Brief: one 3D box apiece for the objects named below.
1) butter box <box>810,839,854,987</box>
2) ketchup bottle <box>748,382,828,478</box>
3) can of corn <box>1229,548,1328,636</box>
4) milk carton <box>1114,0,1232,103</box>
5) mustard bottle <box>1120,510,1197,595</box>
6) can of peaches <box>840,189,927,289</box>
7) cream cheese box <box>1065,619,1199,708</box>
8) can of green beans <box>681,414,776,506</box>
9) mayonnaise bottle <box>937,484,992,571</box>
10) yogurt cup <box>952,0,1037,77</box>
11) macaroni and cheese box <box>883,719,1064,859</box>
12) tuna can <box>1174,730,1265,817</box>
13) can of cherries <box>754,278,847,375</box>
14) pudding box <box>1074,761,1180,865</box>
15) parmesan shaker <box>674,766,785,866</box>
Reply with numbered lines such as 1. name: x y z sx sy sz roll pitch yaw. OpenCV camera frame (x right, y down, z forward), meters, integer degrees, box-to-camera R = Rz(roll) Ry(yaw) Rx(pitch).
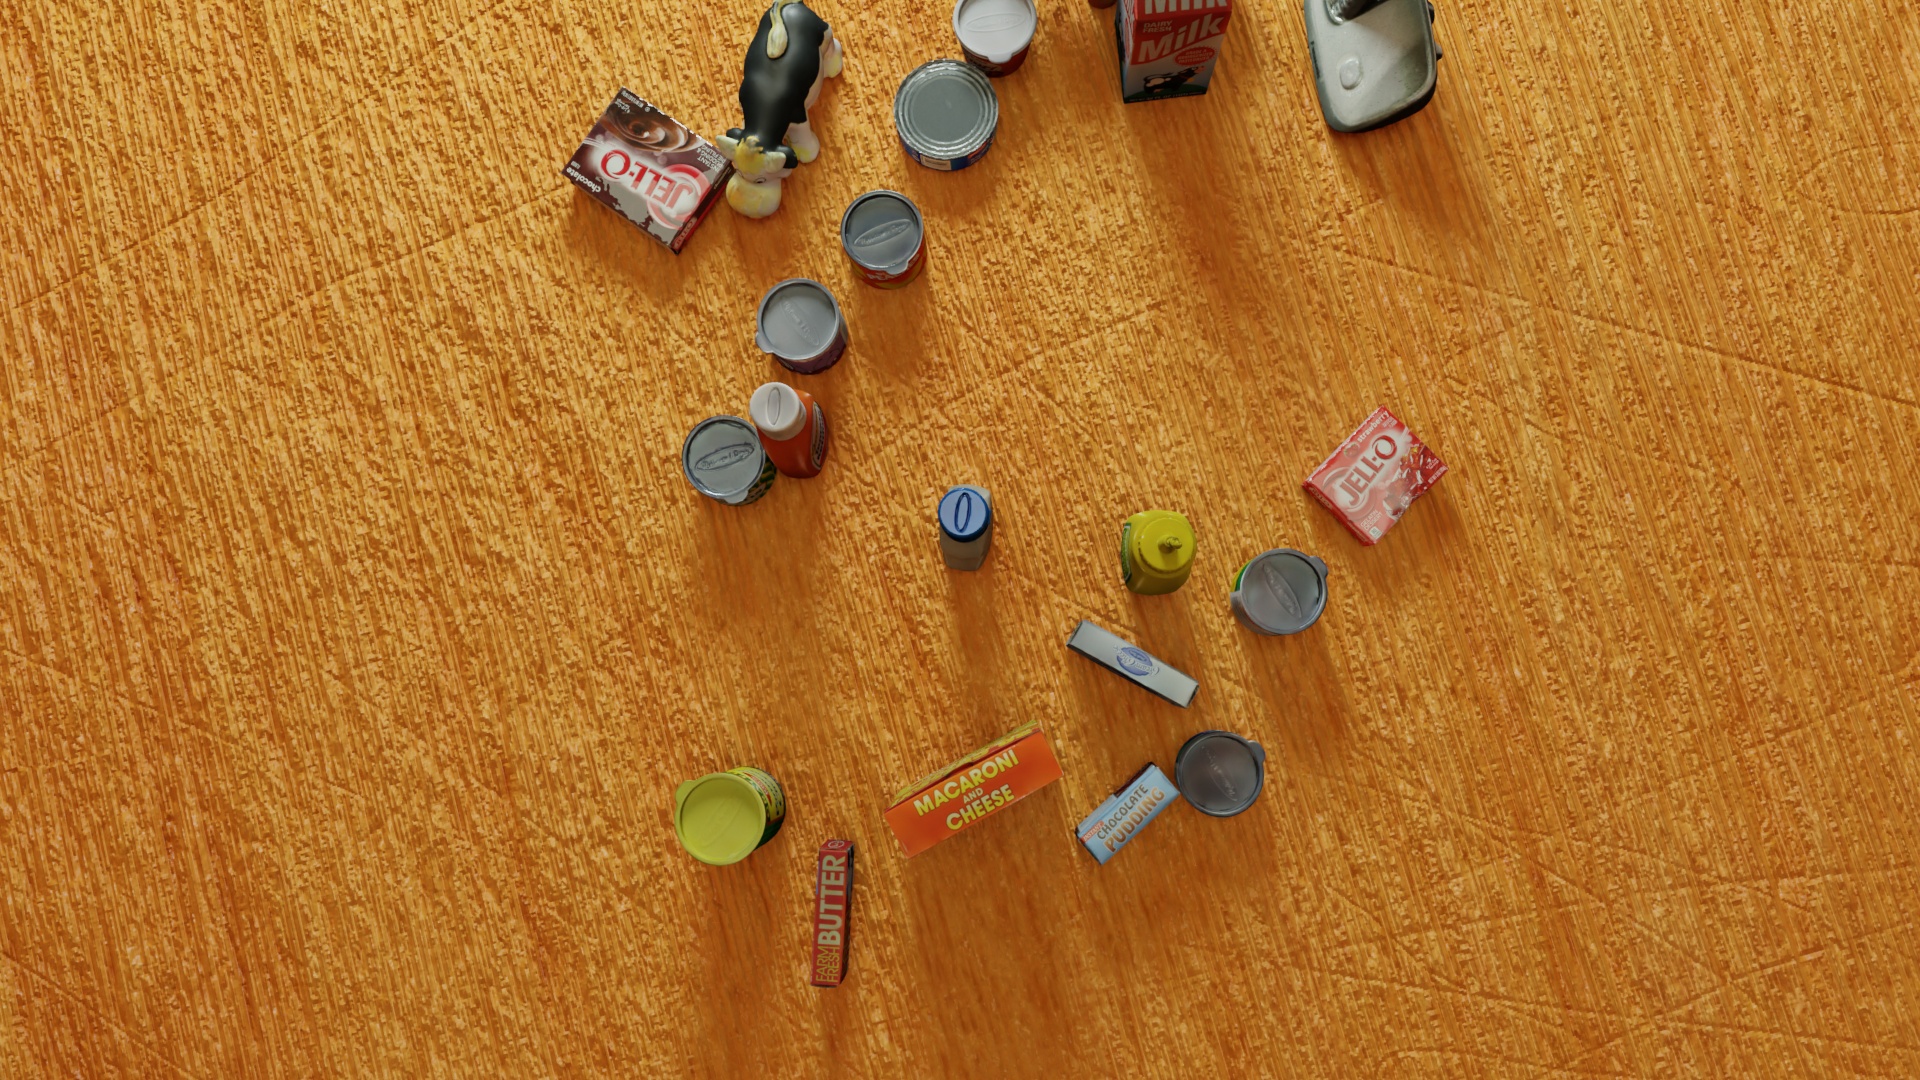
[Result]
1. butter box: -0.098 0.285 1.067 0.024 0.053 0.103 3 84 2
2. ketchup bottle: -0.131 -0.088 1.062 0.043 0.148 0.065 2 84 2
3. can of corn: 0.249 0.040 1.082 0.071 0.058 0.071 0 84 2
4. milk carton: 0.162 -0.412 1.068 0.072 0.190 0.073 -6 84 1
5. mustard bottle: 0.148 0.006 1.037 0.049 0.160 0.065 -1 84 2
6. can of peaches: -0.060 -0.239 1.122 0.071 0.058 0.071 0 84 2
7. cream cheese box: 0.133 0.096 1.081 0.104 0.053 0.024 28 86 4
8. can of green beans: -0.183 -0.062 1.106 0.071 0.058 0.071 0 84 2
9. mayonnaise bottle: 0.004 -0.013 1.050 0.041 0.148 0.065 7 85 3
10. yogurt cup: 0.029 -0.417 1.141 0.072 0.054 0.072 0 84 2
11. macaroni and cheese box: 0.011 0.178 1.019 0.124 0.166 0.040 -28 84 -1
12. tuna can: 0.202 0.179 1.080 0.071 0.033 0.071 0 84 2
13. can of cherries: -0.129 -0.170 1.116 0.071 0.058 0.071 0 84 2
14. pudding box: 0.128 0.209 1.071 0.084 0.049 0.030 -42 84 -3
15. parmesan shaker: -0.174 0.204 1.053 0.071 0.103 0.071 0 84 2
